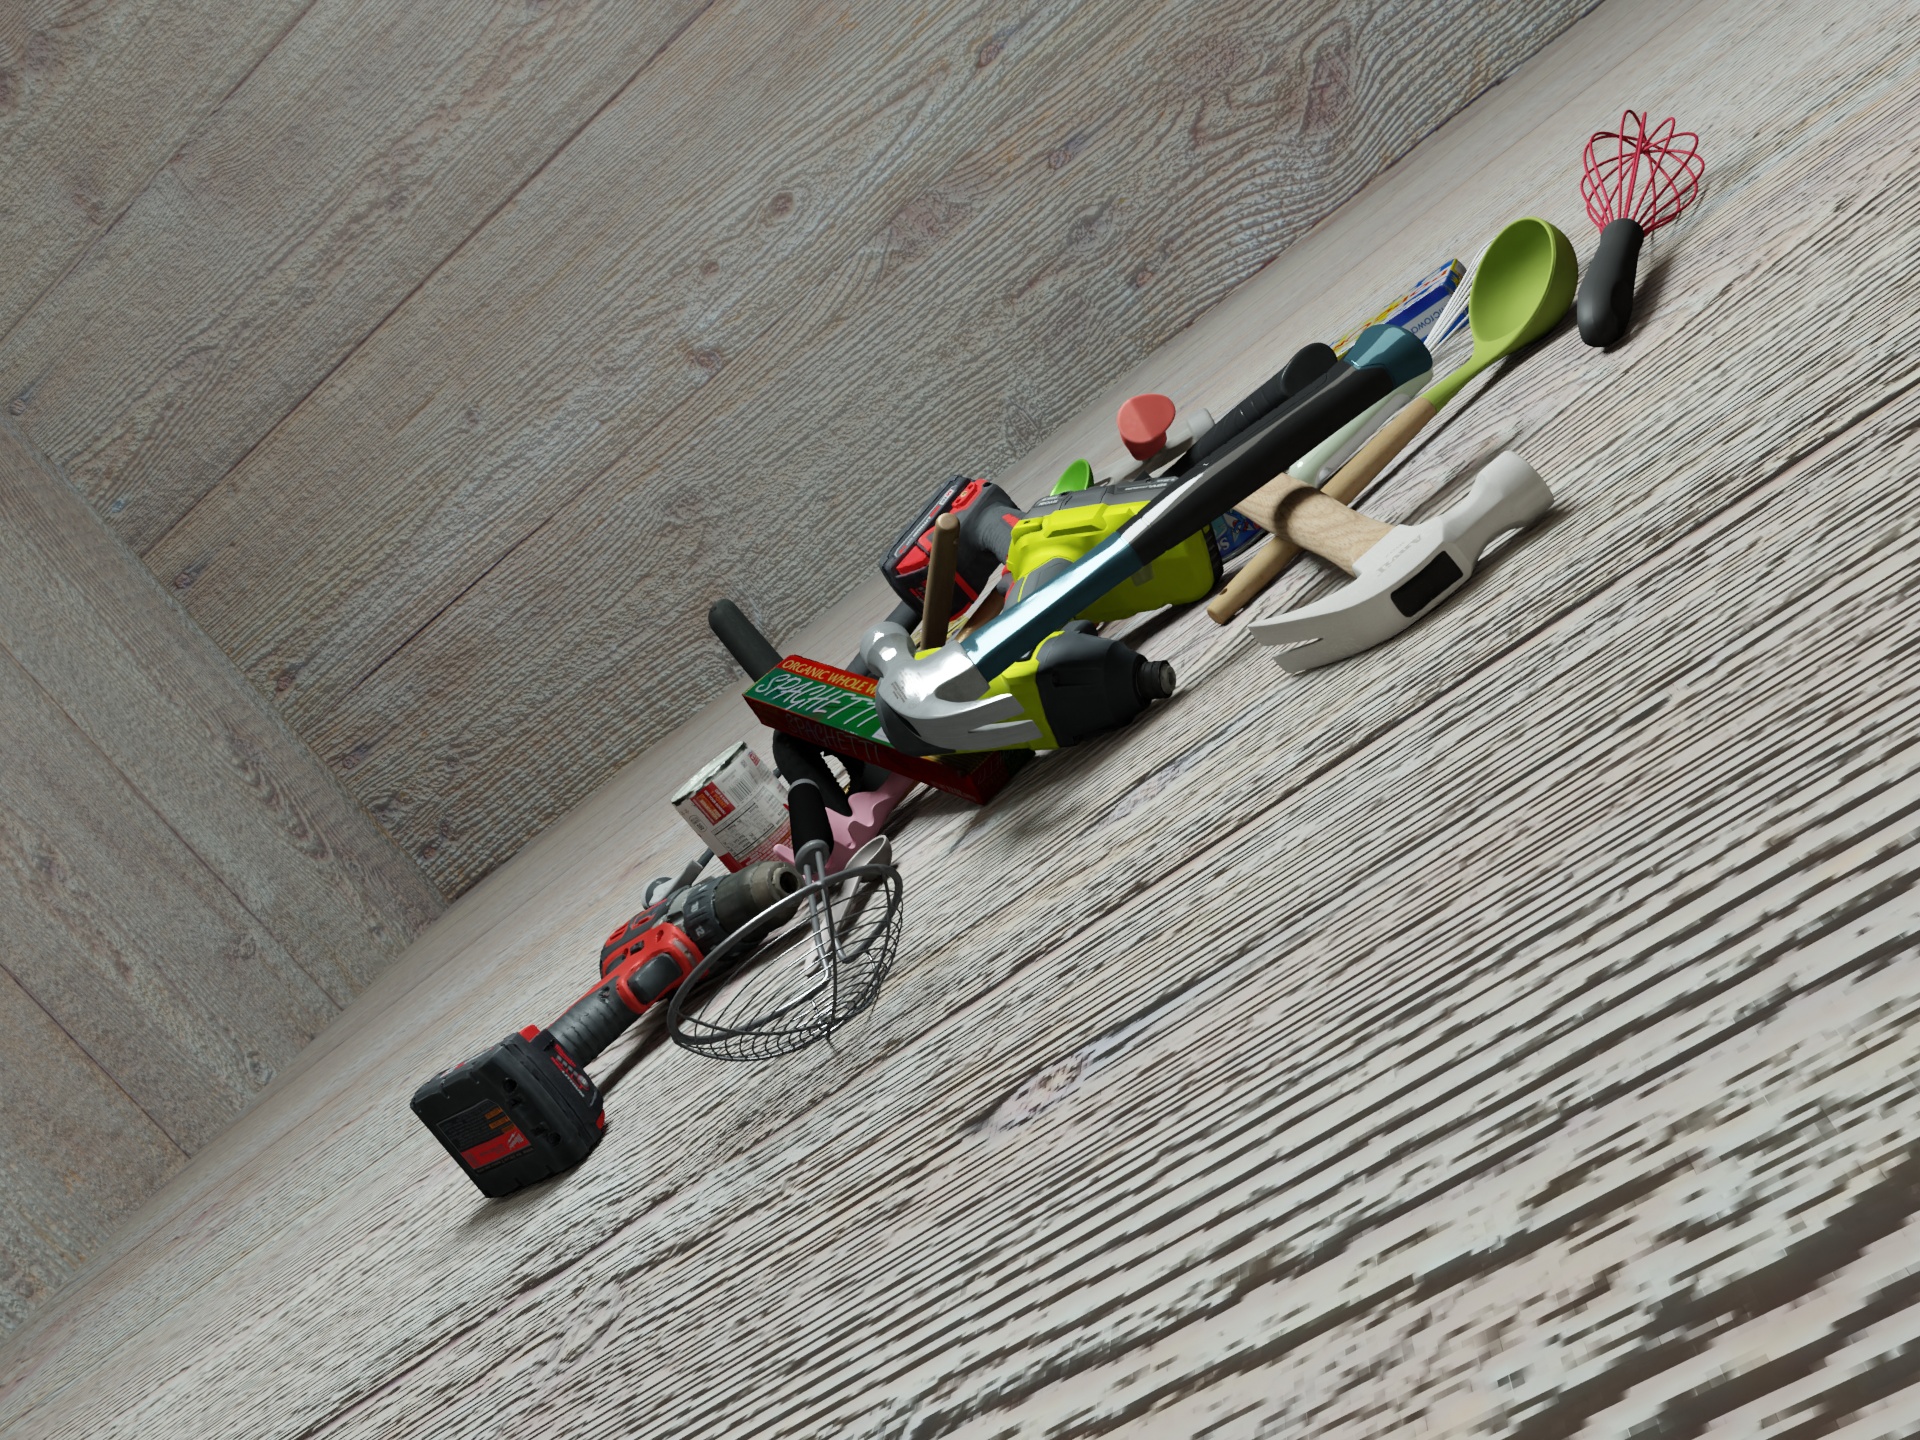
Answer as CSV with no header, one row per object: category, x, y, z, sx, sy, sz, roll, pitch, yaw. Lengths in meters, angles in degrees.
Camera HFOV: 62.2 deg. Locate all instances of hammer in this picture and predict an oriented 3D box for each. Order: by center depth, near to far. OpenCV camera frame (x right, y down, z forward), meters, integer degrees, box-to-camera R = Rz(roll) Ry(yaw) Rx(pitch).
hammer,0.179,-0.103,0.825,0.130,0.031,0.331,-41,16,6
hammer,0.099,-0.099,0.831,0.331,0.033,0.128,-36,38,4
hammer,0.186,-0.205,1.258,0.146,0.035,0.334,-45,5,-30
hammer,-0.124,0.004,1.362,0.409,0.036,0.149,-52,10,-20
hammer,0.154,-0.239,1.387,0.149,0.037,0.359,-29,0,11

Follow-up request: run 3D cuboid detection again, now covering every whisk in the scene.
whisk,0.387,-0.287,0.923,0.073,0.073,0.296,-30,18,42
whisk,0.305,-0.236,1.037,0.246,0.059,0.057,-44,-27,-4

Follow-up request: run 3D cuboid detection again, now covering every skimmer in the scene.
skimmer,-0.096,0.076,0.860,0.127,0.090,0.363,-41,17,4

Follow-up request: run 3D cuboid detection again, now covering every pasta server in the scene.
pasta server,-0.011,-0.009,1.055,0.316,0.040,0.060,-51,22,-11

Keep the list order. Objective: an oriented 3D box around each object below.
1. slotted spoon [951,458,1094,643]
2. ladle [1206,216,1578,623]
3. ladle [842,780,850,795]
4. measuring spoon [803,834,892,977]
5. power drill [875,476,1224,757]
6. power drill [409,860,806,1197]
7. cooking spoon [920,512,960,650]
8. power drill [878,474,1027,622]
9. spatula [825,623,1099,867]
slotted spoon,0.025,-0.094,1.328,0.314,0.031,0.070,-54,19,-17
ladle,0.249,-0.176,0.931,0.320,0.062,0.078,-44,14,-12
ladle,-0.057,0.032,1.208,0.315,0.031,0.069,-46,16,-25
measuring spoon,-0.064,0.110,0.922,0.034,0.018,0.124,-33,18,32
power drill,0.070,-0.059,0.942,0.171,0.080,0.223,-5,30,30
power drill,-0.202,0.173,0.966,0.188,0.080,0.227,-30,10,41
cooking spoon,-0.018,-0.049,1.049,0.069,0.017,0.318,-54,-11,-22
power drill,0.035,-0.117,1.241,0.143,0.078,0.220,-51,33,-10
spatula,-0.002,-0.004,1.097,0.322,0.080,0.041,-46,35,-11
